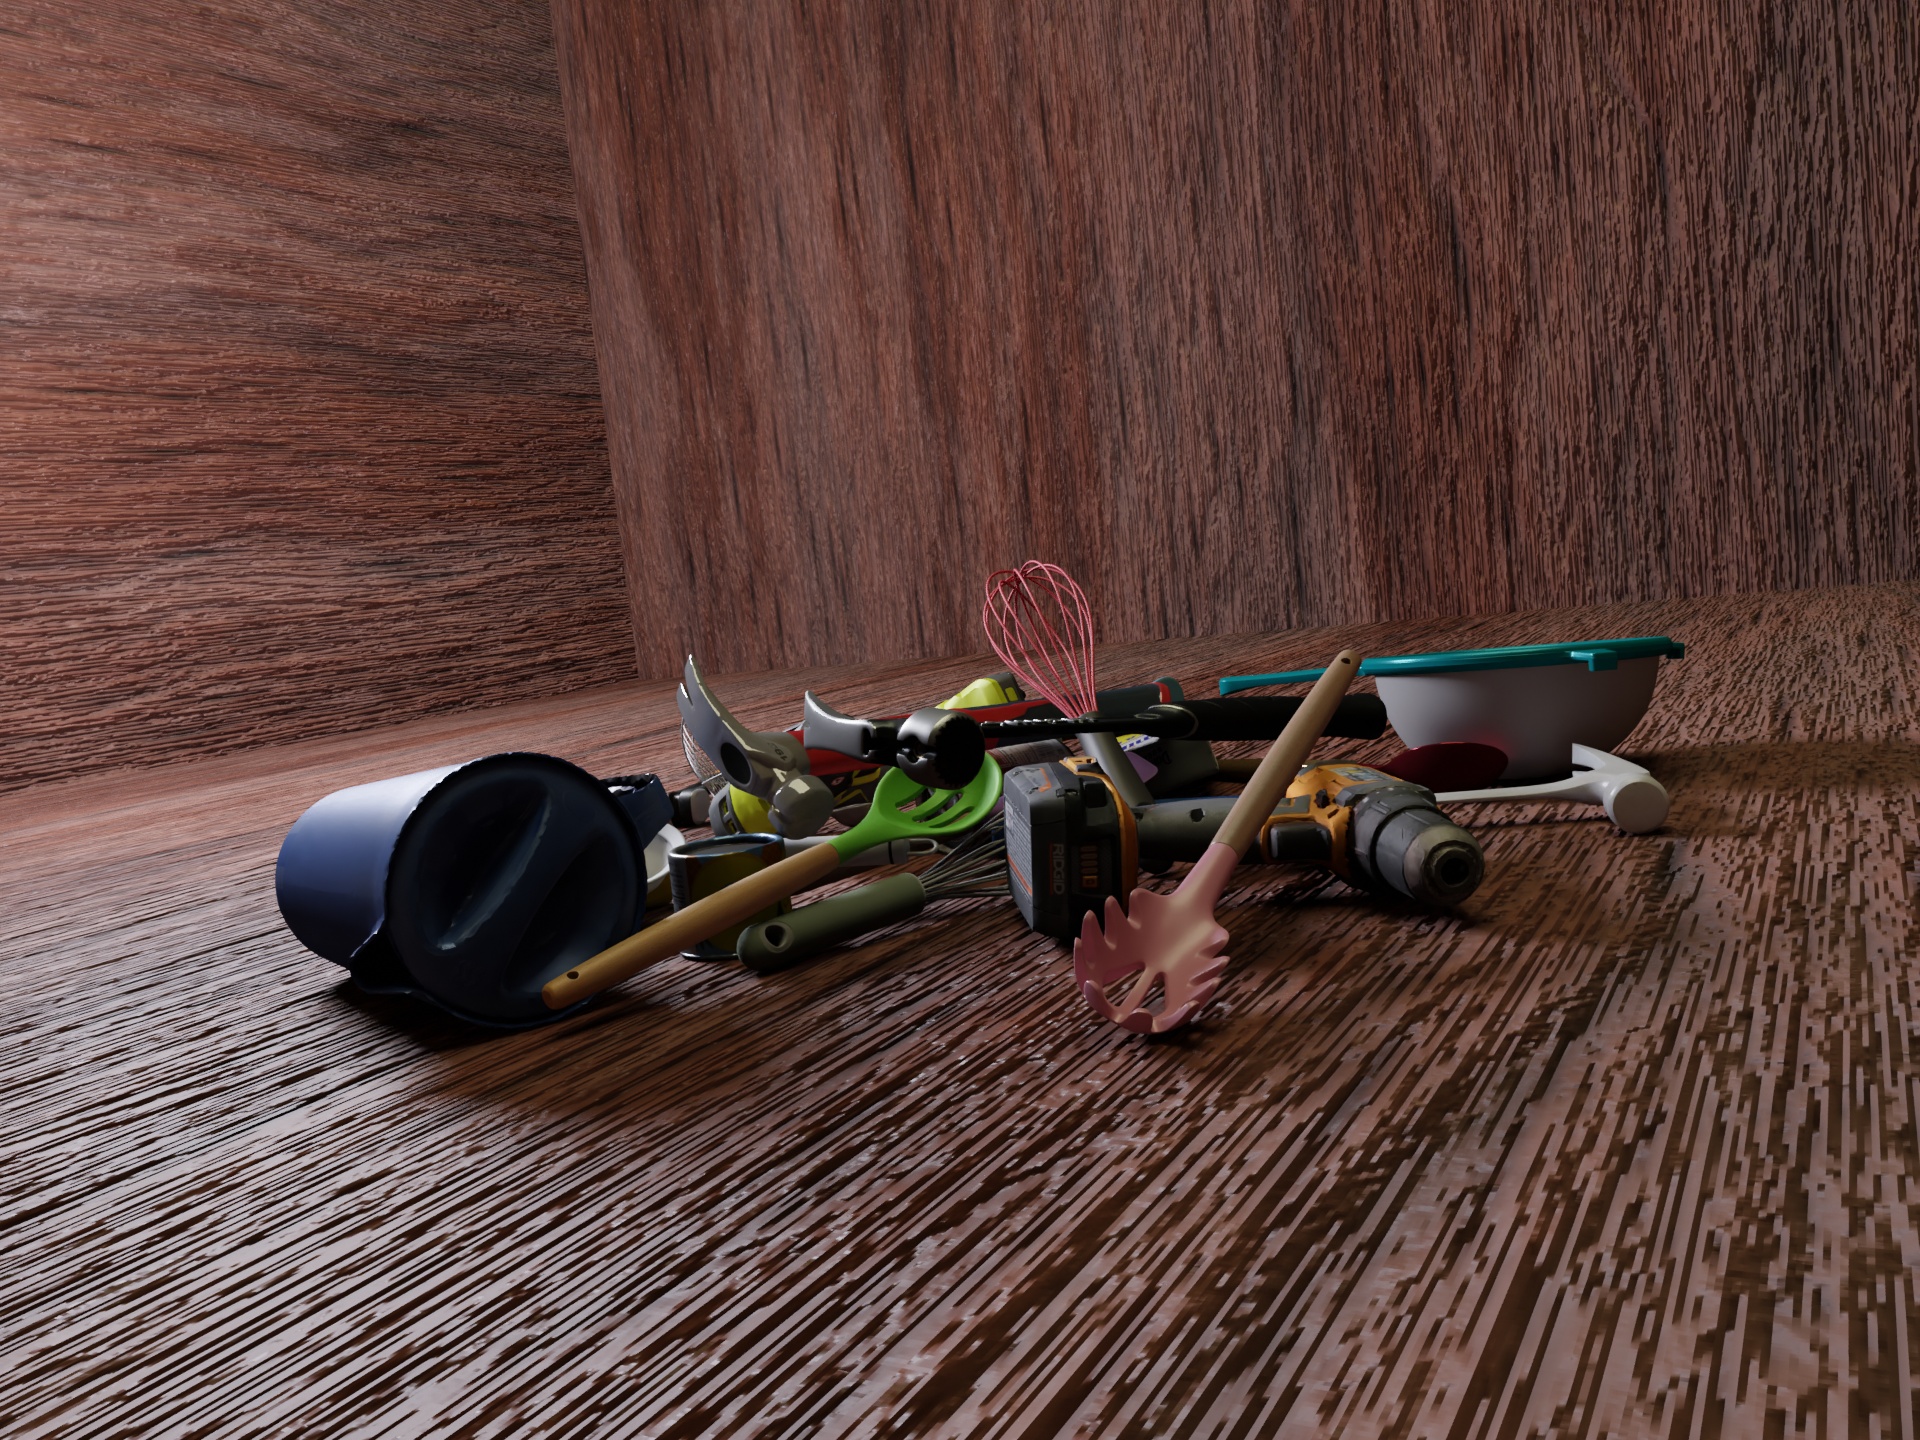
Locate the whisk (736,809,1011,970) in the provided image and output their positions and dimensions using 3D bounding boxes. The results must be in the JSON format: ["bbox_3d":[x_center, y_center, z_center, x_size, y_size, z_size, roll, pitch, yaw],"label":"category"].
[{"bbox_3d":[-0.022,0.096,0.896,0.246,0.058,0.059,-15,-24,-40],"label":"whisk"}]

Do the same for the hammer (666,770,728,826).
[{"bbox_3d":[-0.226,0.057,1.524,0.127,0.034,0.337,-3,6,21],"label":"hammer"}]

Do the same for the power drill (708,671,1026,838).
[{"bbox_3d":[-0.053,0.030,1.164,0.223,0.080,0.171,-11,-20,-39],"label":"power drill"}]

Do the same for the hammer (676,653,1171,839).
[{"bbox_3d":[-0.002,-0.003,1.068,0.386,0.038,0.143,-8,42,-43],"label":"hammer"}]

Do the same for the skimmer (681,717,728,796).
[{"bbox_3d":[-0.085,0.021,1.439,0.363,0.090,0.127,-7,43,-36],"label":"skimmer"}]

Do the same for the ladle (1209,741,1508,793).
[{"bbox_3d":[0.271,0.036,1.187,0.069,0.031,0.315,24,-13,-29],"label":"ladle"}]

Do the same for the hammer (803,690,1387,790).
[{"bbox_3d":[0.098,0.002,0.883,0.408,0.036,0.149,-2,7,-39],"label":"hammer"}]

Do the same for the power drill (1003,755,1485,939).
[{"bbox_3d":[0.145,0.065,0.831,0.226,0.084,0.185,-3,7,-6],"label":"power drill"}]

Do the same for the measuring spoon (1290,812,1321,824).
[{"bbox_3d":[0.159,0.075,0.936,0.128,0.021,0.042,-7,-31,-16],"label":"measuring spoon"}]

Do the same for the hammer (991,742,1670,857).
[{"bbox_3d":[0.223,0.056,1.018,0.405,0.035,0.144,-5,6,13],"label":"hammer"}]

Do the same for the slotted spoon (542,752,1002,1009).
[{"bbox_3d":[-0.090,0.081,0.849,0.070,0.031,0.314,29,36,32],"label":"slotted spoon"}]

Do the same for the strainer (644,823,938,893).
[{"bbox_3d":[-0.141,0.084,0.952,0.258,0.050,0.087,-3,27,7],"label":"strainer"}]

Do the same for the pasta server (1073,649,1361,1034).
[{"bbox_3d":[0.135,0.042,0.741,0.060,0.040,0.316,26,42,17],"label":"pasta server"}]

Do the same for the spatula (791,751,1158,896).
[{"bbox_3d":[-0.017,0.072,1.003,0.316,0.018,0.060,-17,25,-19],"label":"spatula"}]

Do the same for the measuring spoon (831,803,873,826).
[{"bbox_3d":[-0.126,0.086,1.244,0.124,0.018,0.034,-15,1,-11],"label":"measuring spoon"}]

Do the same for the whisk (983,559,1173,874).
[{"bbox_3d":[0.079,-0.011,1.045,0.073,0.073,0.296,-8,44,-14],"label":"whisk"}]

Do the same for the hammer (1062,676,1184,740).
[{"bbox_3d":[0.084,0.006,1.354,0.128,0.033,0.331,-21,1,-29],"label":"hammer"}]

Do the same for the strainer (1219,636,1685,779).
[{"bbox_3d":[0.348,-0.003,1.180,0.340,0.095,0.211,-5,1,38],"label":"strainer"}]
